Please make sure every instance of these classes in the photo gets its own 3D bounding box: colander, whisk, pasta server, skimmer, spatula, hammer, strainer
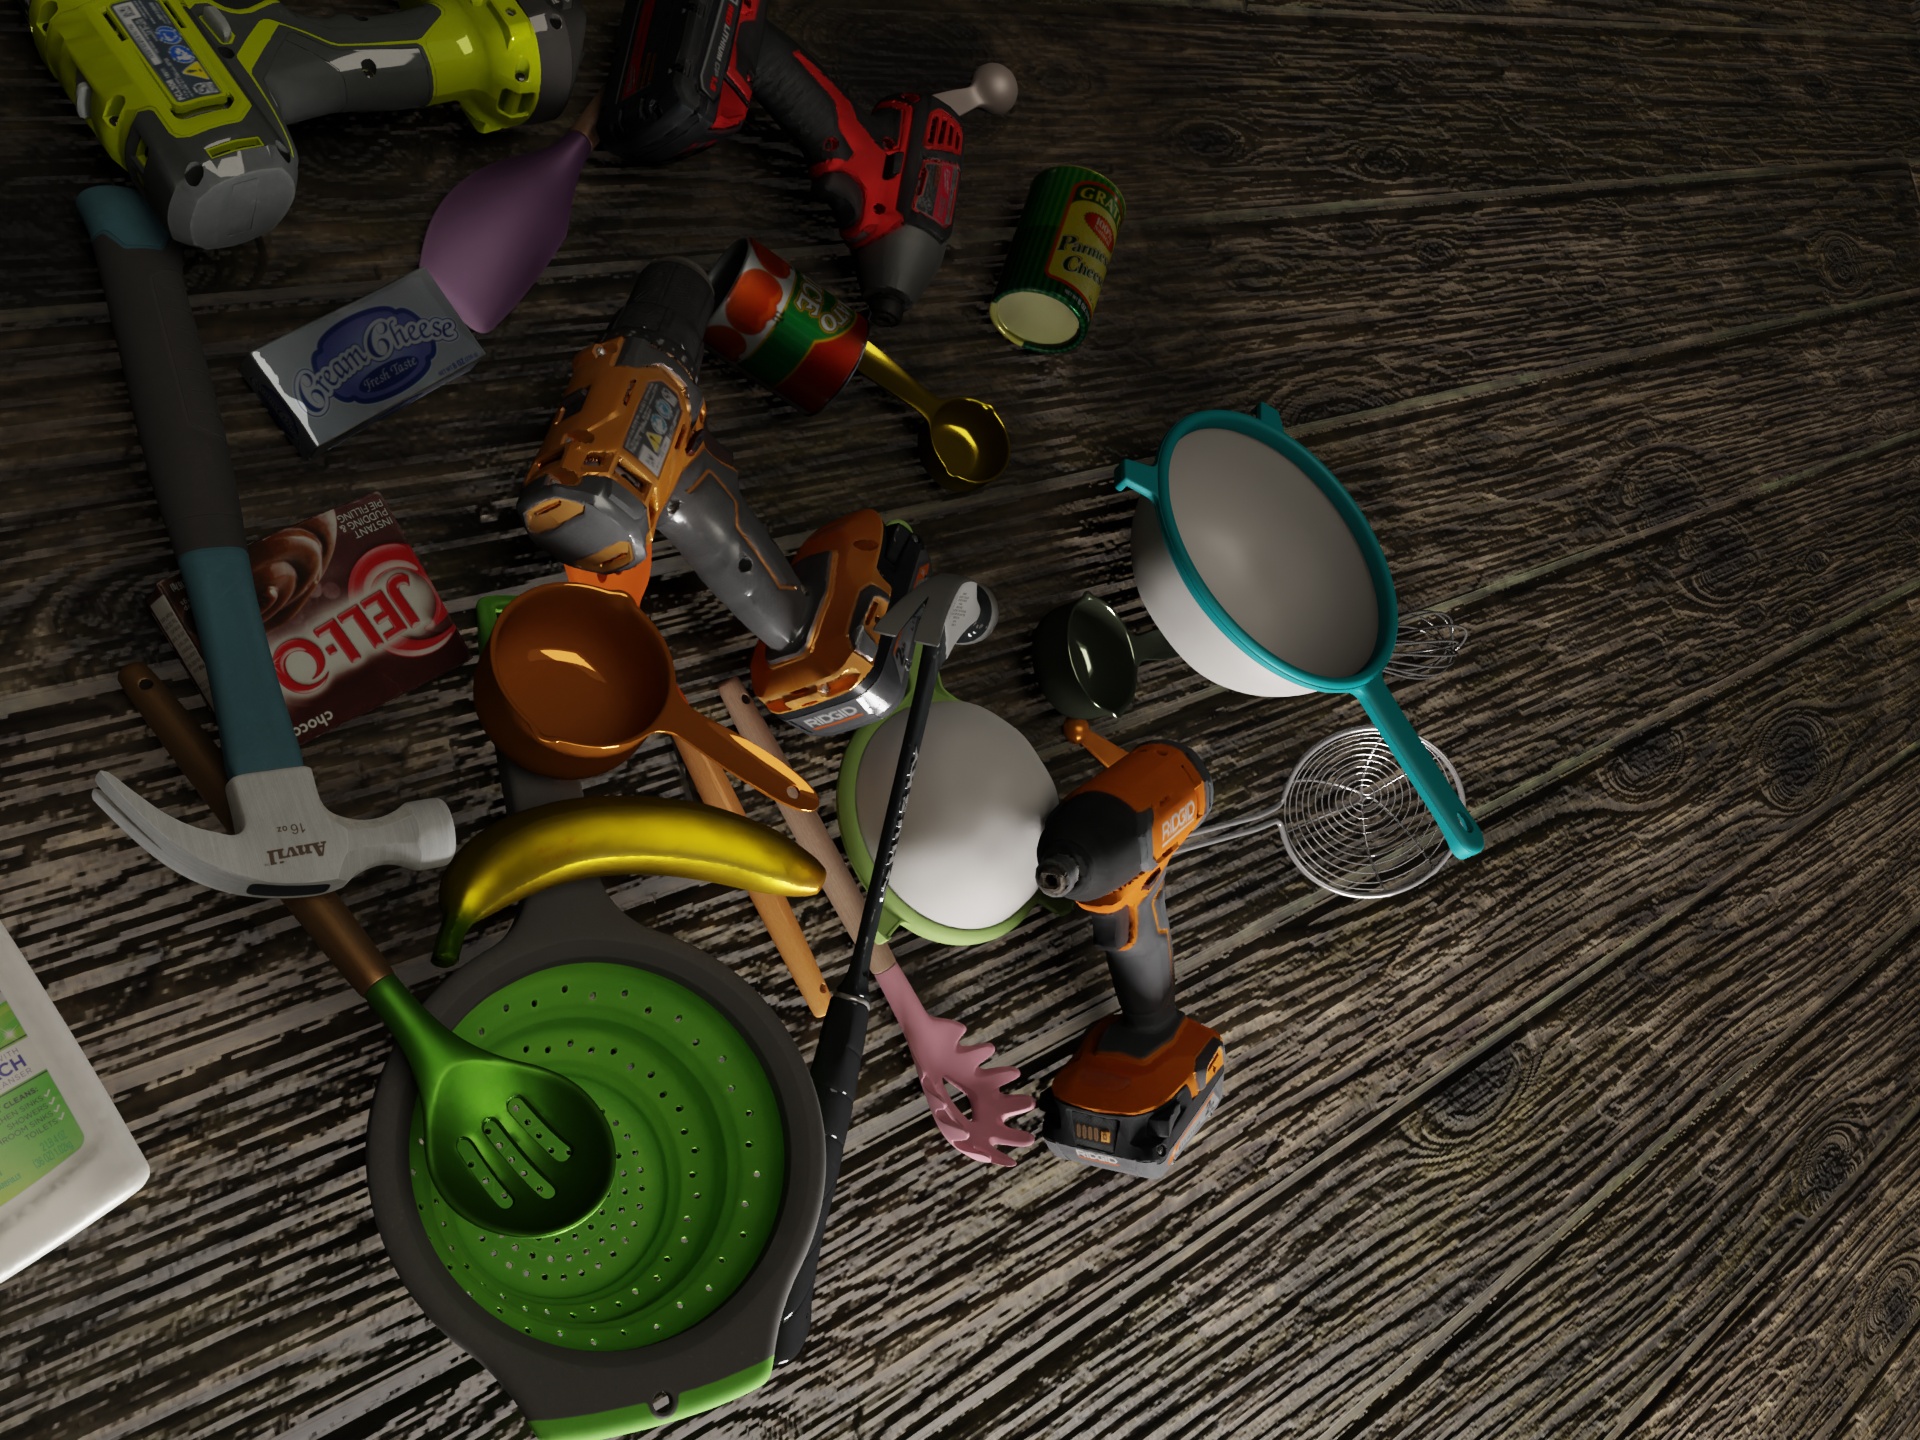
[{"bbox_3d":[-0.194,0.130,0.758,0.204,0.094,0.397,-2,65,-33],"label":"colander"},{"bbox_3d":[0.291,-0.053,1.180,0.239,0.055,0.055,-5,85,-34],"label":"whisk"},{"bbox_3d":[-0.050,0.114,0.891,0.060,0.040,0.316,-38,104,-48],"label":"pasta server"},{"bbox_3d":[0.183,0.082,1.038,0.363,0.090,0.127,-10,108,-36],"label":"skimmer"},{"bbox_3d":[-0.134,0.015,0.843,0.081,0.041,0.322,-39,107,-53],"label":"spatula"},{"bbox_3d":[-0.051,0.126,0.799,0.036,0.149,0.409,14,94,9],"label":"hammer"},{"bbox_3d":[-0.001,-0.003,0.913,0.151,0.069,0.256,-2,75,-38],"label":"strainer"},{"bbox_3d":[-0.198,-0.337,0.876,0.059,0.018,0.316,42,60,-26],"label":"spatula"},{"bbox_3d":[0.221,-0.042,1.063,0.211,0.095,0.340,-29,85,-45],"label":"strainer"},{"bbox_3d":[-0.320,-0.082,0.678,0.128,0.033,0.331,-10,74,-36],"label":"hammer"}]

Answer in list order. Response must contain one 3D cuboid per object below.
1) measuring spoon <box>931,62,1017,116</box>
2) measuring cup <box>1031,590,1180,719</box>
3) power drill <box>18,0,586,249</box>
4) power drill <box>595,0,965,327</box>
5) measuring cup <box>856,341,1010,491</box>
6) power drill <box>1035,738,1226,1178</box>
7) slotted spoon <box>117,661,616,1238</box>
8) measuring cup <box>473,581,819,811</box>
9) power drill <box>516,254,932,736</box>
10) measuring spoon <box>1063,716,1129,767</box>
[{"bbox_3d":[-0.004,-0.404,1.038,0.124,0.018,0.034,-35,103,-36],"label":"measuring spoon"},{"bbox_3d":[0.102,-0.043,1.046,0.167,0.038,0.083,-12,87,-55],"label":"measuring cup"},{"bbox_3d":[-0.313,-0.335,0.744,0.228,0.080,0.190,-33,86,-36],"label":"power drill"},{"bbox_3d":[-0.090,-0.328,0.913,0.219,0.078,0.143,21,72,-42],"label":"power drill"},{"bbox_3d":[-0.039,-0.197,0.974,0.156,0.029,0.062,36,61,-14],"label":"measuring cup"},{"bbox_3d":[0.091,0.139,0.910,0.164,0.084,0.226,-27,117,-56],"label":"power drill"},{"bbox_3d":[-0.258,0.091,0.668,0.314,0.031,0.070,47,54,10],"label":"slotted spoon"},{"bbox_3d":[-0.151,0.006,0.762,0.173,0.052,0.095,32,50,-15],"label":"measuring cup"},{"bbox_3d":[-0.113,-0.118,0.834,0.226,0.084,0.185,40,47,-37],"label":"power drill"},{"bbox_3d":[0.112,0.030,1.047,0.116,0.011,0.021,35,62,-27],"label":"measuring spoon"}]
